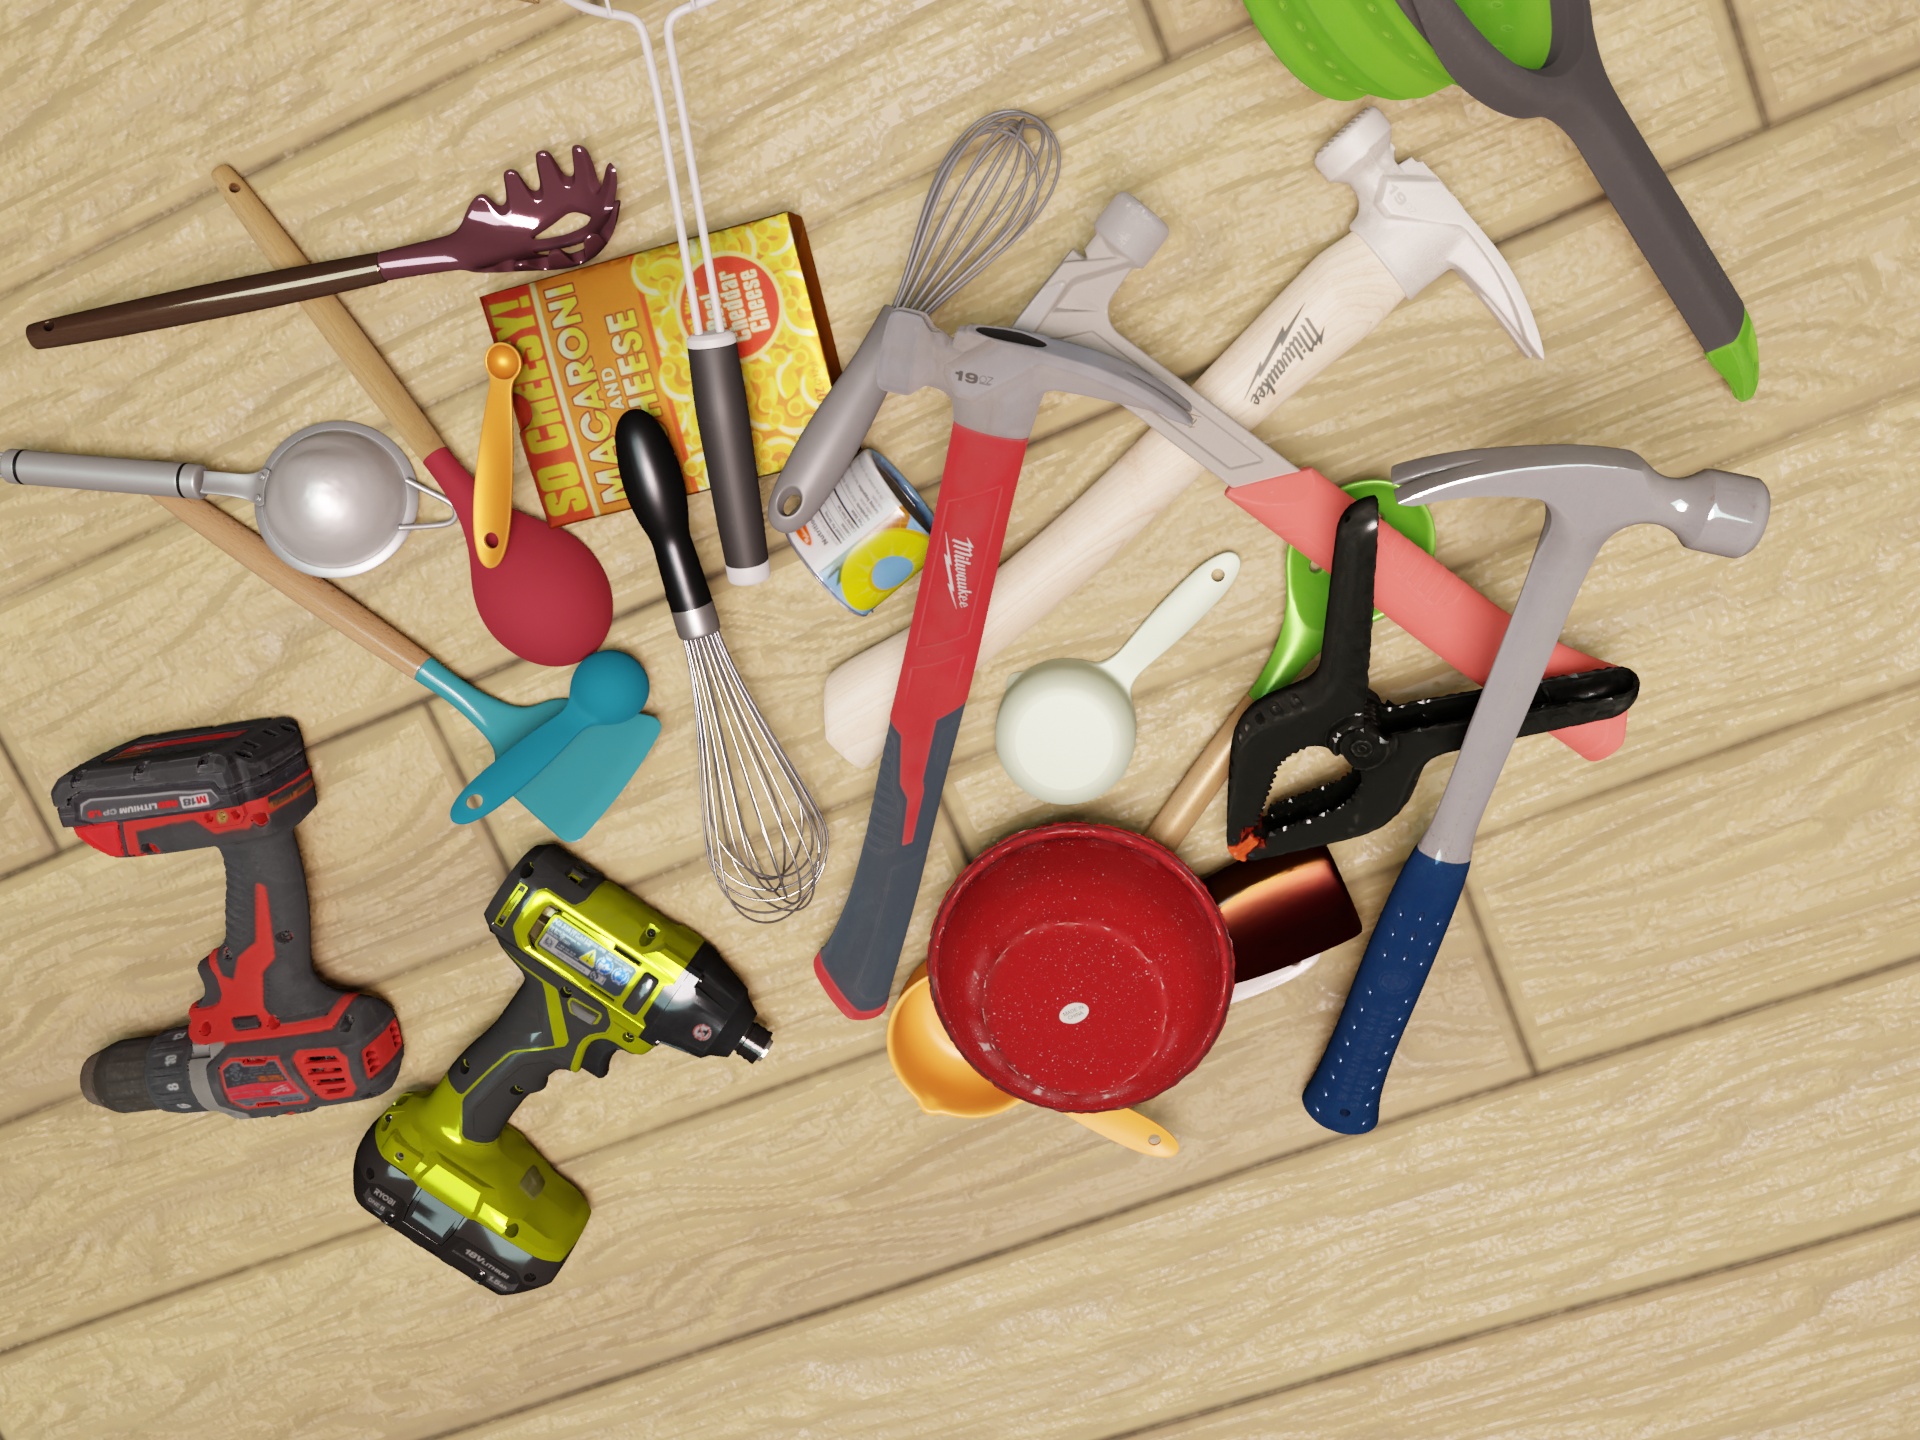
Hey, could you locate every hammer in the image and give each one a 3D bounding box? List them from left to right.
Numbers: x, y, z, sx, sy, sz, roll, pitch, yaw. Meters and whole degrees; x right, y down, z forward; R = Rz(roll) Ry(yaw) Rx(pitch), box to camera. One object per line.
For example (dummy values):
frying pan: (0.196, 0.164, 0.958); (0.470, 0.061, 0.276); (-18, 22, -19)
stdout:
hammer: (-0.001, -0.003, 0.798); (0.143, 0.038, 0.386); (14, 119, 0)
hammer: (0.094, -0.110, 0.811); (0.410, 0.038, 0.146); (-41, 97, 14)
hammer: (0.172, -0.087, 0.772); (0.359, 0.037, 0.149); (35, 107, -7)
hammer: (0.228, 0.052, 0.758); (0.144, 0.035, 0.405); (12, 126, 3)

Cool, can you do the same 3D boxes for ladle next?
ladle: (-0.293, -0.162, 0.841); (0.069, 0.031, 0.315); (-38, 94, -16)

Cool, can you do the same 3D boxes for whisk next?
whisk: (-0.129, -0.022, 0.826); (0.070, 0.070, 0.284); (-12, 110, 9)
whisk: (-0.026, -0.194, 0.777); (0.055, 0.055, 0.239); (32, 92, -2)

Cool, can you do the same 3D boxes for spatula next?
spatula: (-0.313, -0.048, 0.864); (0.317, 0.044, 0.082); (34, 71, 0)

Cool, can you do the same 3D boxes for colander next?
colander: (0.234, -0.287, 0.723); (0.094, 0.205, 0.396); (-21, 121, 44)

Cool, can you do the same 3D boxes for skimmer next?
skimmer: (-0.124, -0.249, 0.762); (0.127, 0.090, 0.363); (-5, 113, 3)

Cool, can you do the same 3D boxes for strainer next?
strainer: (-0.402, -0.126, 0.847); (0.258, 0.050, 0.087); (5, 82, 3)

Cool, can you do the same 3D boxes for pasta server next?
pasta server: (-0.323, -0.229, 0.807); (0.316, 0.040, 0.060); (-11, 73, 1)

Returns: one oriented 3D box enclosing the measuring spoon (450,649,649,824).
measuring spoon: (-0.217, 0.008, 0.834); (0.042, 0.021, 0.128); (43, 69, 8)

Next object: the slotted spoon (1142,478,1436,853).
slotted spoon: (0.142, 0.010, 0.839); (0.070, 0.031, 0.313); (31, 106, -4)

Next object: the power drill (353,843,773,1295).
power drill: (-0.225, 0.204, 0.900); (0.171, 0.080, 0.223); (34, 101, -3)

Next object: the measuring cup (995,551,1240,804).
measuring cup: (0.085, -0.024, 0.829); (0.083, 0.038, 0.167); (42, 106, -5)

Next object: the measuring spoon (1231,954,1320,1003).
measuring spoon: (0.139, 0.148, 0.881); (0.124, 0.018, 0.034); (-22, 105, 4)

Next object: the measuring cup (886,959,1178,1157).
measuring cup: (0.043, 0.188, 0.880); (0.173, 0.052, 0.095); (28, 105, -3)

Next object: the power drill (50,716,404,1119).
power drill: (-0.433, 0.123, 0.904); (0.188, 0.080, 0.226); (-8, 105, 8)

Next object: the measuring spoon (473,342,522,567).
measuring spoon: (-0.235, -0.135, 0.813); (0.021, 0.011, 0.117); (13, 109, 8)
